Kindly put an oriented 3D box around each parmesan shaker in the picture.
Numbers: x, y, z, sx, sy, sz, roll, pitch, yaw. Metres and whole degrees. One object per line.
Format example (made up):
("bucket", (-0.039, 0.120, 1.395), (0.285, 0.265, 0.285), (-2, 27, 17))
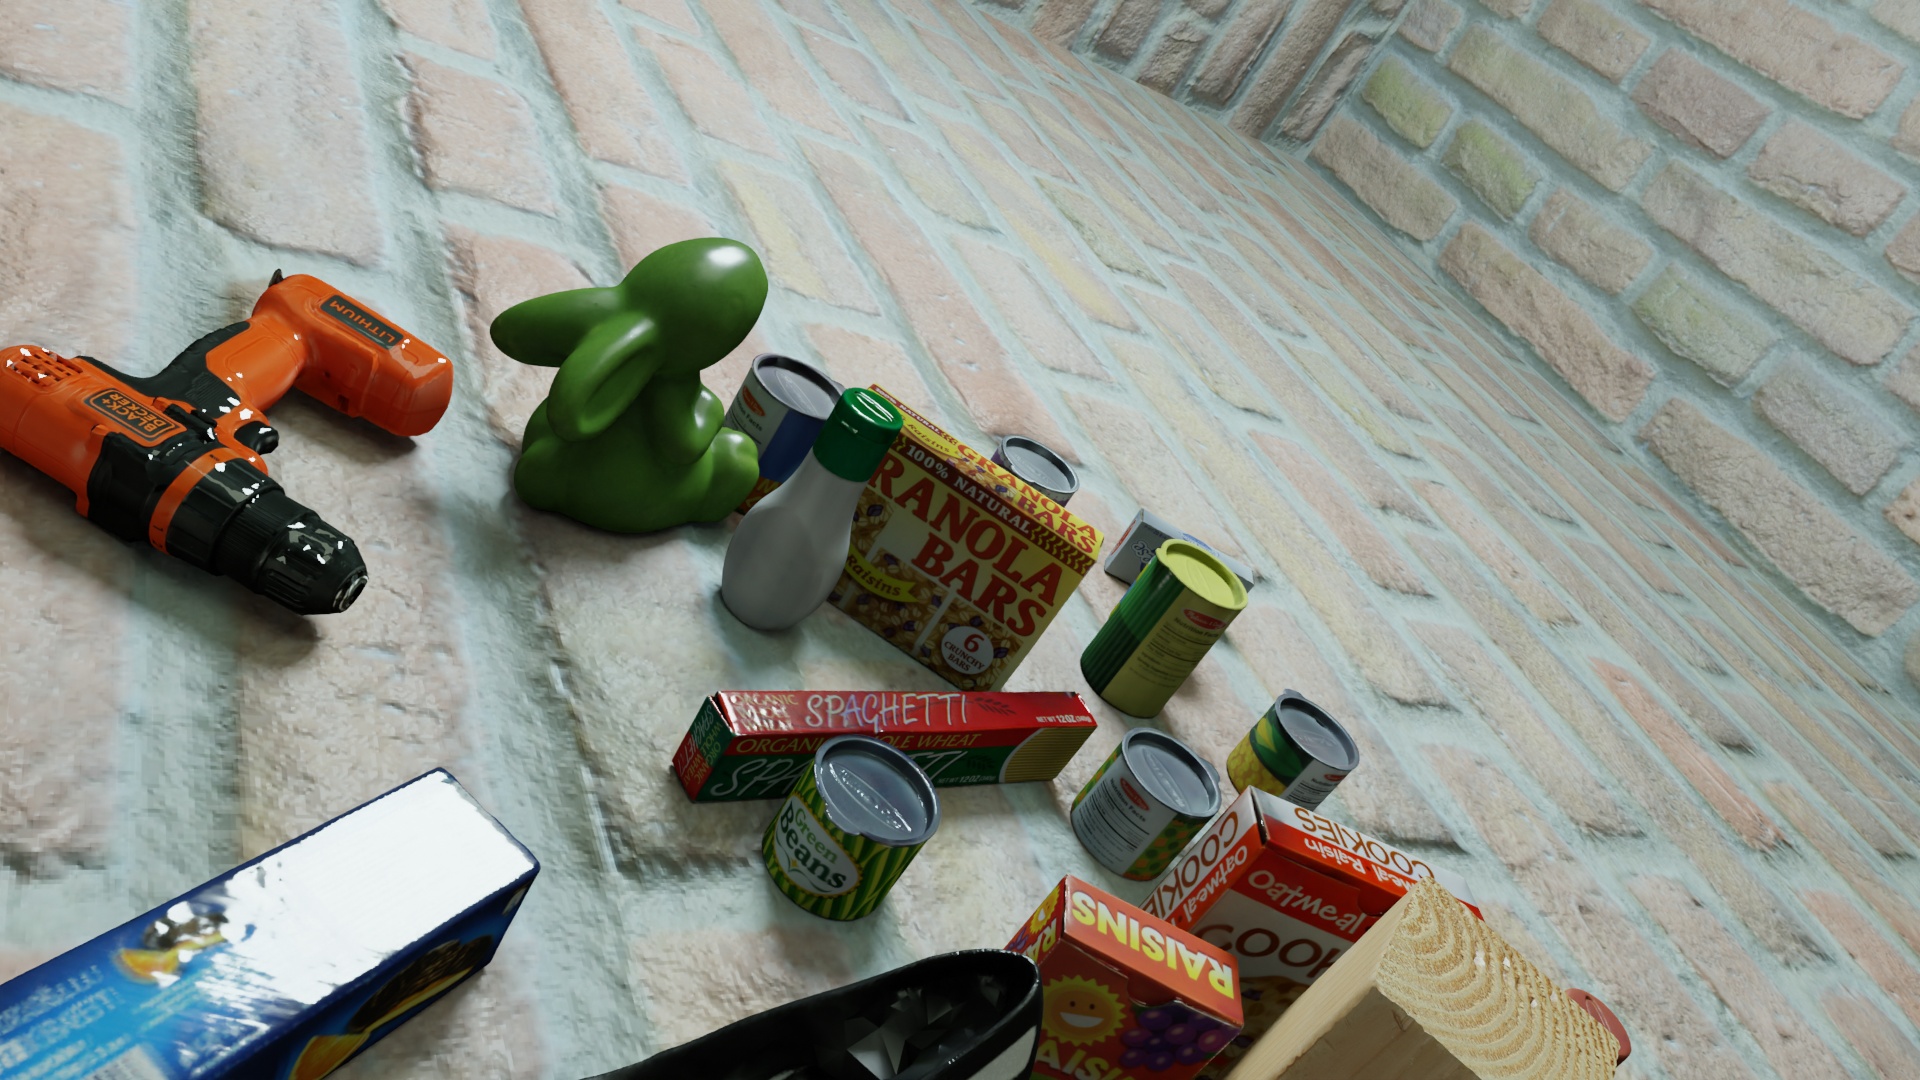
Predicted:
("parmesan shaker", (0.130, 0.058, 0.916), (0.071, 0.102, 0.072), (26, 29, -15))

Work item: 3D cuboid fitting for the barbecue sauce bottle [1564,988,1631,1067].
("barbecue sauce bottle", (0.252, 0.271, 0.660), (0.043, 0.148, 0.065), (27, 28, -12))

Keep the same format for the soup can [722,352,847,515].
("soup can", (-0.115, -0.065, 0.872), (0.071, 0.083, 0.072), (26, 29, -15))

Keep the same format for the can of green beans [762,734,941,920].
("can of green beans", (-0.052, 0.135, 0.653), (0.071, 0.057, 0.071), (26, 29, -15))

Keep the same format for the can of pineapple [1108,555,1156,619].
("can of pineapple", (0.148, 0.052, 0.991), (0.071, 0.057, 0.071), (26, 29, -15))

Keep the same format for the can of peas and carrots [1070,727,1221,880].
("can of peas and carrots", (0.107, 0.150, 0.793), (0.071, 0.058, 0.071), (26, 29, -15))

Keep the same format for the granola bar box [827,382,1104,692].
("granola bar box", (-0.017, 0.003, 0.825), (0.165, 0.123, 0.039), (34, 28, 0))

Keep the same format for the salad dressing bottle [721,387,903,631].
("salad dressing bottle", (-0.081, -0.016, 0.764), (0.064, 0.147, 0.044), (40, 28, 11))

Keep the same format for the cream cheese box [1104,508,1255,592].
("cream cheese box", (0.167, 0.023, 1.062), (0.104, 0.053, 0.024), (28, 28, -10))

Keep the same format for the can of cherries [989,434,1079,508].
("can of cherries", (0.043, -0.035, 1.017), (0.071, 0.058, 0.072), (26, 29, -15))

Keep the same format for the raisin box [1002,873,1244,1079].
("raisin box", (0.047, 0.205, 0.576), (0.086, 0.123, 0.040), (29, 28, -9))

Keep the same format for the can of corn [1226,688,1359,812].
("can of corn", (0.218, 0.143, 0.921), (0.071, 0.058, 0.071), (26, 29, -15))

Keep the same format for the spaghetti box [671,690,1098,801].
("spaghetti box", (-0.030, 0.105, 0.730), (0.250, 0.050, 0.029), (5, 39, -42))

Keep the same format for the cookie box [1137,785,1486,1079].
("cookie box", (0.136, 0.199, 0.633), (0.123, 0.166, 0.040), (25, 29, -17))
